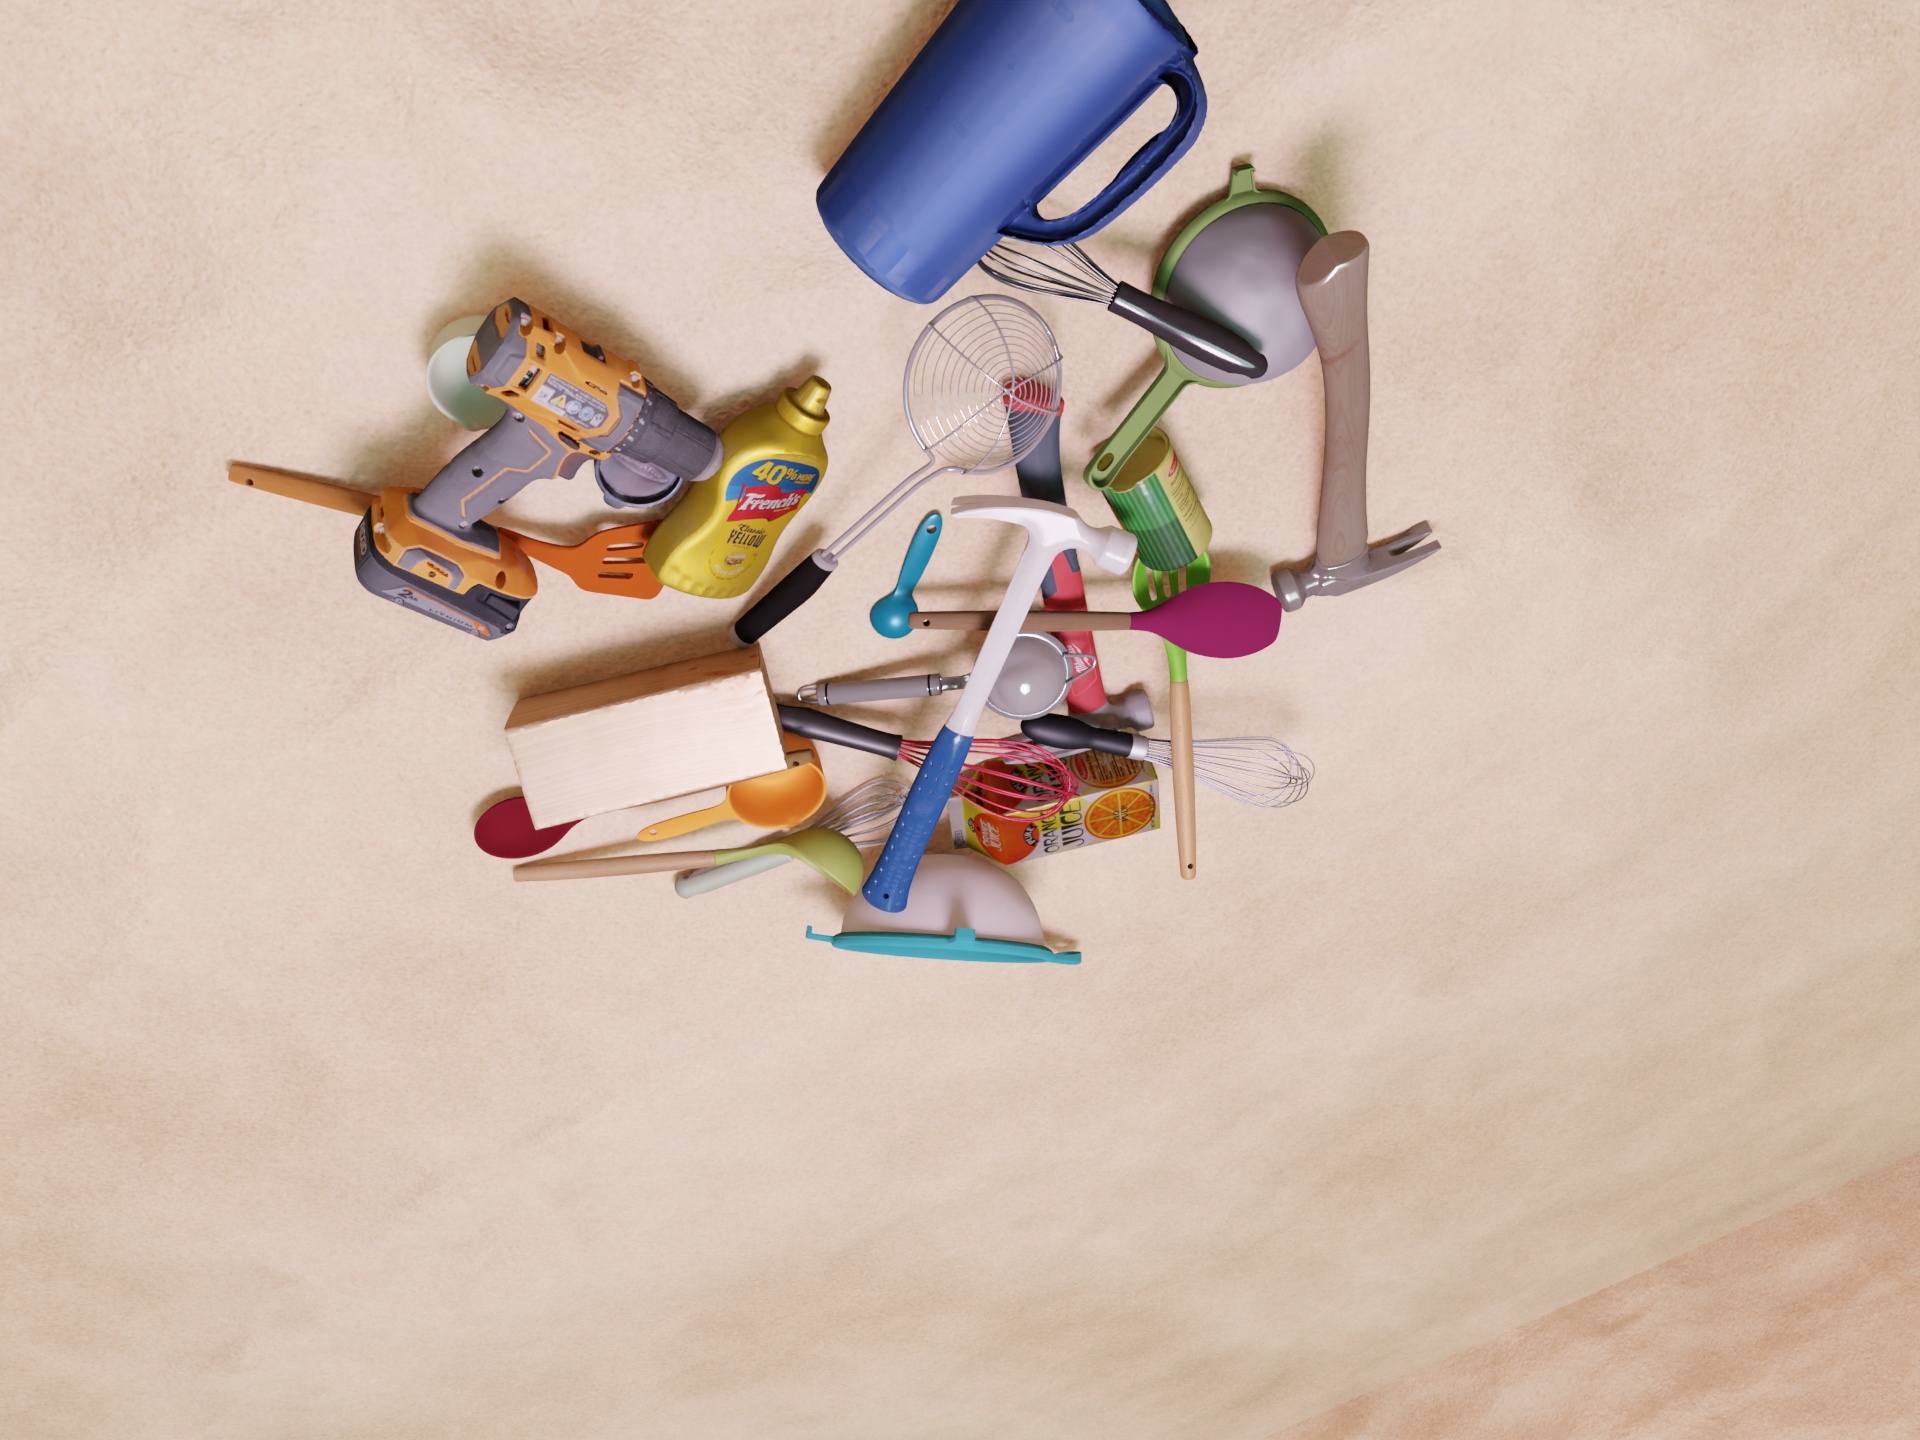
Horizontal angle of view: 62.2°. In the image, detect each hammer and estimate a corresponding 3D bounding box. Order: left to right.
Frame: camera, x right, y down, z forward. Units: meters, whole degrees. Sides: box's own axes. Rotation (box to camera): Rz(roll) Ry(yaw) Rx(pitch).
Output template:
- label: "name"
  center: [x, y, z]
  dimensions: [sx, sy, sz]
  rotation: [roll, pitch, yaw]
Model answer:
- label: "hammer"
  center: [-0.002, -0.004, 1.312]
  dimensions: [0.144, 0.035, 0.405]
  rotation: [20, 120, -8]
- label: "hammer"
  center: [0.069, -0.113, 1.329]
  dimensions: [0.143, 0.038, 0.385]
  rotation: [-16, 134, 1]
- label: "hammer"
  center: [0.306, -0.222, 1.225]
  dimensions: [0.146, 0.038, 0.410]
  rotation: [-21, 150, 2]

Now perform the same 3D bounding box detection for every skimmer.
- label: "skimmer"
  center: [-0.066, -0.177, 1.218]
  dimensions: [0.127, 0.090, 0.363]
  rotation: [25, 136, -33]

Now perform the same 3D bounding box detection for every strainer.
- label: "strainer"
  center: [-0.014, -0.029, 1.352]
  dimensions: [0.258, 0.050, 0.086]
  rotation: [-5, 117, 9]
- label: "strainer"
  center: [0.023, 0.187, 1.556]
  dimensions: [0.211, 0.095, 0.340]
  rotation: [-5, 167, 36]
- label: "strainer"
  center: [0.186, -0.263, 1.170]
  dimensions: [0.151, 0.069, 0.256]
  rotation: [30, 106, -36]

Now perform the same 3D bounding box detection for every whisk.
- label: "whisk"
  center: [-0.153, 0.116, 1.477]
  dimensions: [0.246, 0.058, 0.059]
  rotation: [-21, 100, 7]
- label: "whisk"
  center: [-0.036, 0.029, 1.388]
  dimensions: [0.295, 0.073, 0.073]
  rotation: [16, 127, -9]
- label: "whisk"
  center: [0.109, -0.296, 1.114]
  dimensions: [0.239, 0.055, 0.055]
  rotation: [24, 124, -7]
- label: "whisk"
  center: [0.187, 0.030, 1.428]
  dimensions: [0.284, 0.070, 0.070]
  rotation: [11, 128, -15]

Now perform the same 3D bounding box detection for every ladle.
- label: "ladle"
  center: [-0.272, 0.064, 1.362]
  dimensions: [0.315, 0.031, 0.069]
  rotation: [-14, 133, 14]
- label: "ladle"
  center: [-0.245, 0.137, 1.427]
  dimensions: [0.320, 0.062, 0.078]
  rotation: [-5, 163, 5]

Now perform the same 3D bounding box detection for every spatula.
- label: "spatula"
  center: [-0.369, -0.147, 1.183]
  dimensions: [0.322, 0.041, 0.081]
  rotation: [13, 127, -21]

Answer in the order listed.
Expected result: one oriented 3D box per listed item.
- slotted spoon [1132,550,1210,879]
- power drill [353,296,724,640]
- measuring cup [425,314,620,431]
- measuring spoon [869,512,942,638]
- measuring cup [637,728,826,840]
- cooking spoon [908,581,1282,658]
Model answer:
- label: "slotted spoon"
  center: [0.188, -0.010, 1.379]
  dimensions: [0.070, 0.031, 0.313]
  rotation: [-8, 105, -9]
- label: "power drill"
  center: [-0.291, -0.162, 1.106]
  dimensions: [0.185, 0.084, 0.226]
  rotation: [25, 118, -39]
- label: "measuring cup"
  center: [-0.288, -0.237, 1.114]
  dimensions: [0.167, 0.038, 0.083]
  rotation: [7, 131, -27]
- label: "measuring spoon"
  center: [-0.039, -0.114, 1.306]
  dimensions: [0.042, 0.021, 0.128]
  rotation: [7, 130, -22]
- label: "measuring cup"
  center: [-0.204, 0.060, 1.402]
  dimensions: [0.173, 0.052, 0.095]
  rotation: [-18, 134, 4]
- label: "cooking spoon"
  center: [0.115, -0.082, 1.322]
  dimensions: [0.319, 0.017, 0.068]
  rotation: [0, 113, -9]
